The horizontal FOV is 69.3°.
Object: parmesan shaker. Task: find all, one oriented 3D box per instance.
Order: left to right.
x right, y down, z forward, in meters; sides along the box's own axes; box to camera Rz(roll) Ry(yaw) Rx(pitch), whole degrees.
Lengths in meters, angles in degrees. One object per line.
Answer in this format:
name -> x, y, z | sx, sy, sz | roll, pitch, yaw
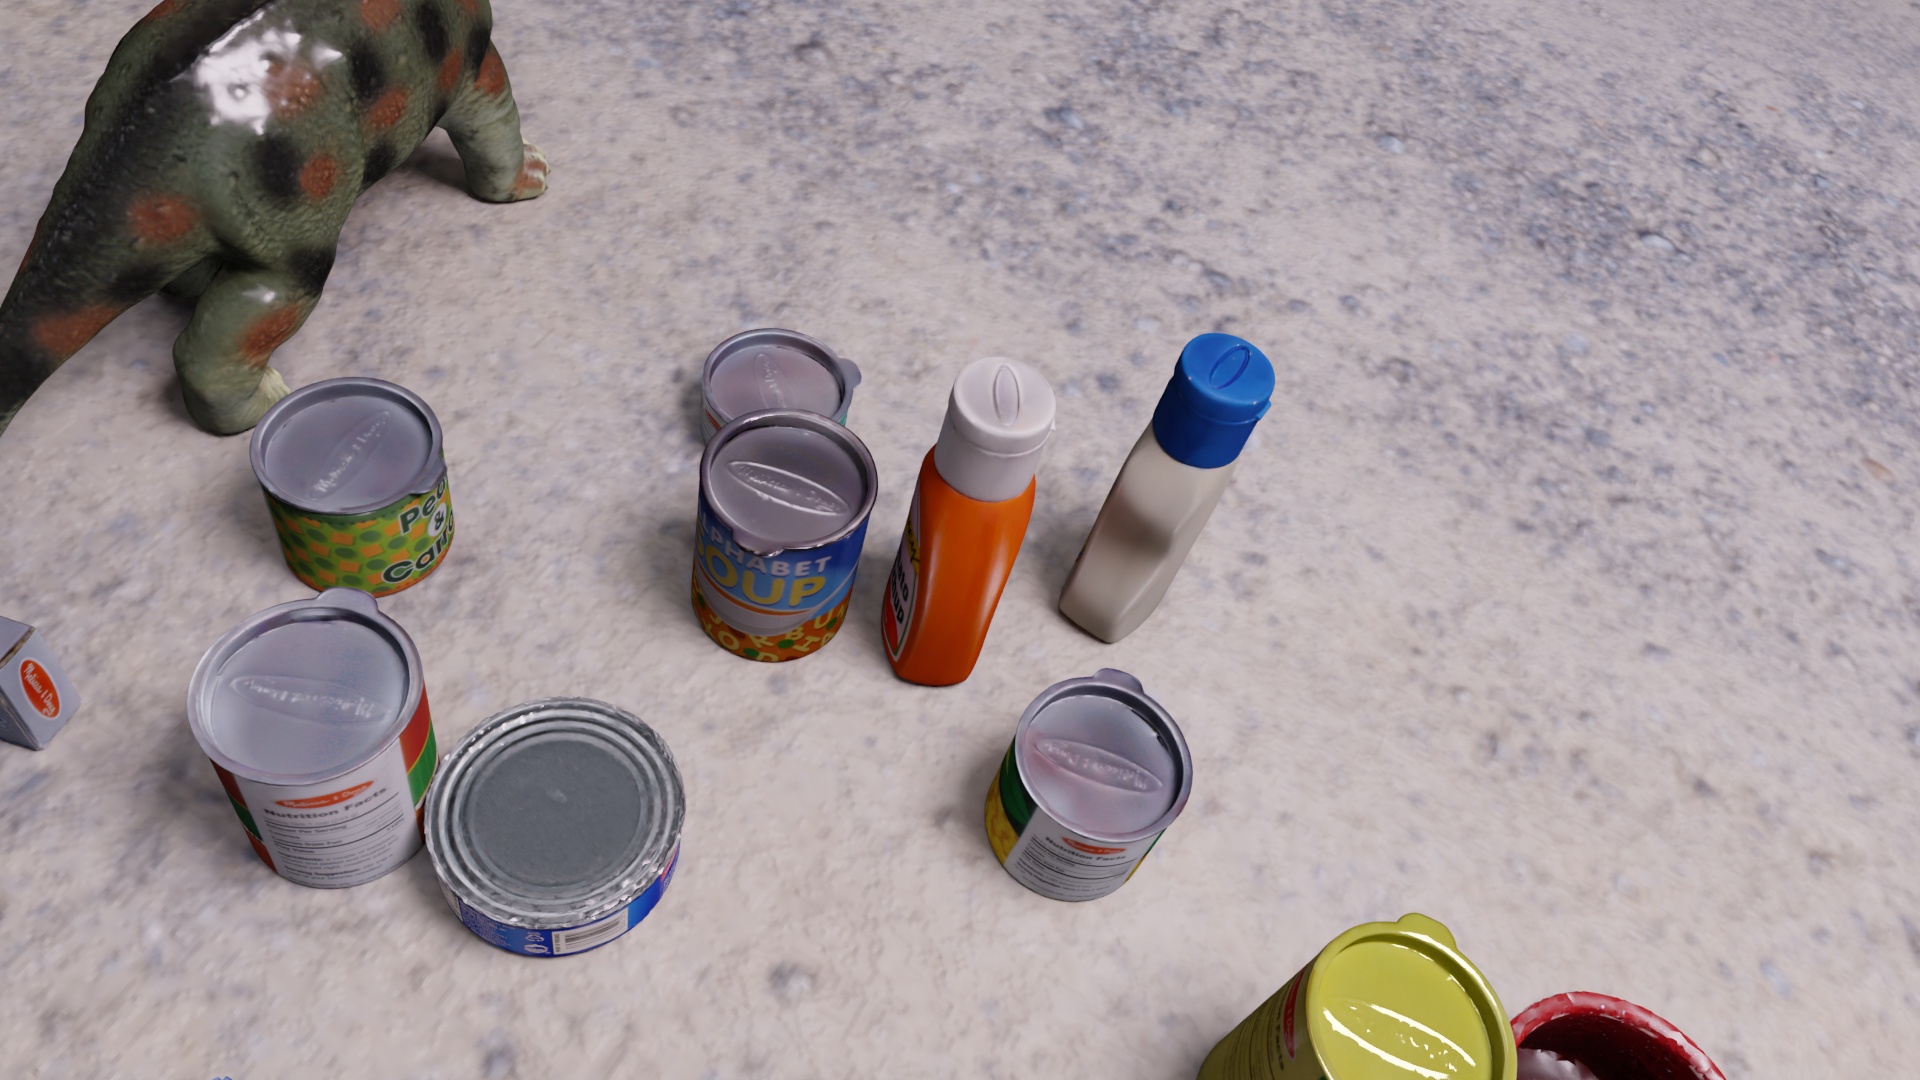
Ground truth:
parmesan shaker -> 0.125, 0.173, 0.453 | 0.071, 0.102, 0.071 | 7, 53, -9

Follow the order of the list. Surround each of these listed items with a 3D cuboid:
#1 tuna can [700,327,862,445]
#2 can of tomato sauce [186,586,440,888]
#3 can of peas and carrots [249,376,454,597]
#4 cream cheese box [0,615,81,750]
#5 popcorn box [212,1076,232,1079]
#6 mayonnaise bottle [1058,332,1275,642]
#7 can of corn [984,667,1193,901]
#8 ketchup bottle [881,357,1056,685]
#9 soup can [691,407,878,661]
tuna can -> -0.080, -0.061, 0.621 | 0.071, 0.032, 0.071 | 7, 53, -9
can of tomato sauce -> -0.209, 0.067, 0.461 | 0.071, 0.082, 0.071 | 7, 53, -9
can of peas and carrots -> -0.230, -0.019, 0.536 | 0.071, 0.058, 0.071 | 7, 53, -9
cream cheese box -> -0.358, 0.035, 0.467 | 0.104, 0.053, 0.024 | 19, 52, 0
popcorn box -> -0.162, 0.207, 0.367 | 0.127, 0.084, 0.038 | 37, 54, 14
mayonnaise bottle -> 0.083, -0.020, 0.558 | 0.041, 0.147, 0.065 | 34, 53, 12
can of corn -> 0.047, 0.092, 0.522 | 0.071, 0.058, 0.071 | 7, 53, -9
ketchup bottle -> 0.002, -0.007, 0.527 | 0.043, 0.148, 0.065 | 5, 53, -10
soup can -> -0.072, 0.001, 0.544 | 0.071, 0.083, 0.072 | 7, 53, -9
